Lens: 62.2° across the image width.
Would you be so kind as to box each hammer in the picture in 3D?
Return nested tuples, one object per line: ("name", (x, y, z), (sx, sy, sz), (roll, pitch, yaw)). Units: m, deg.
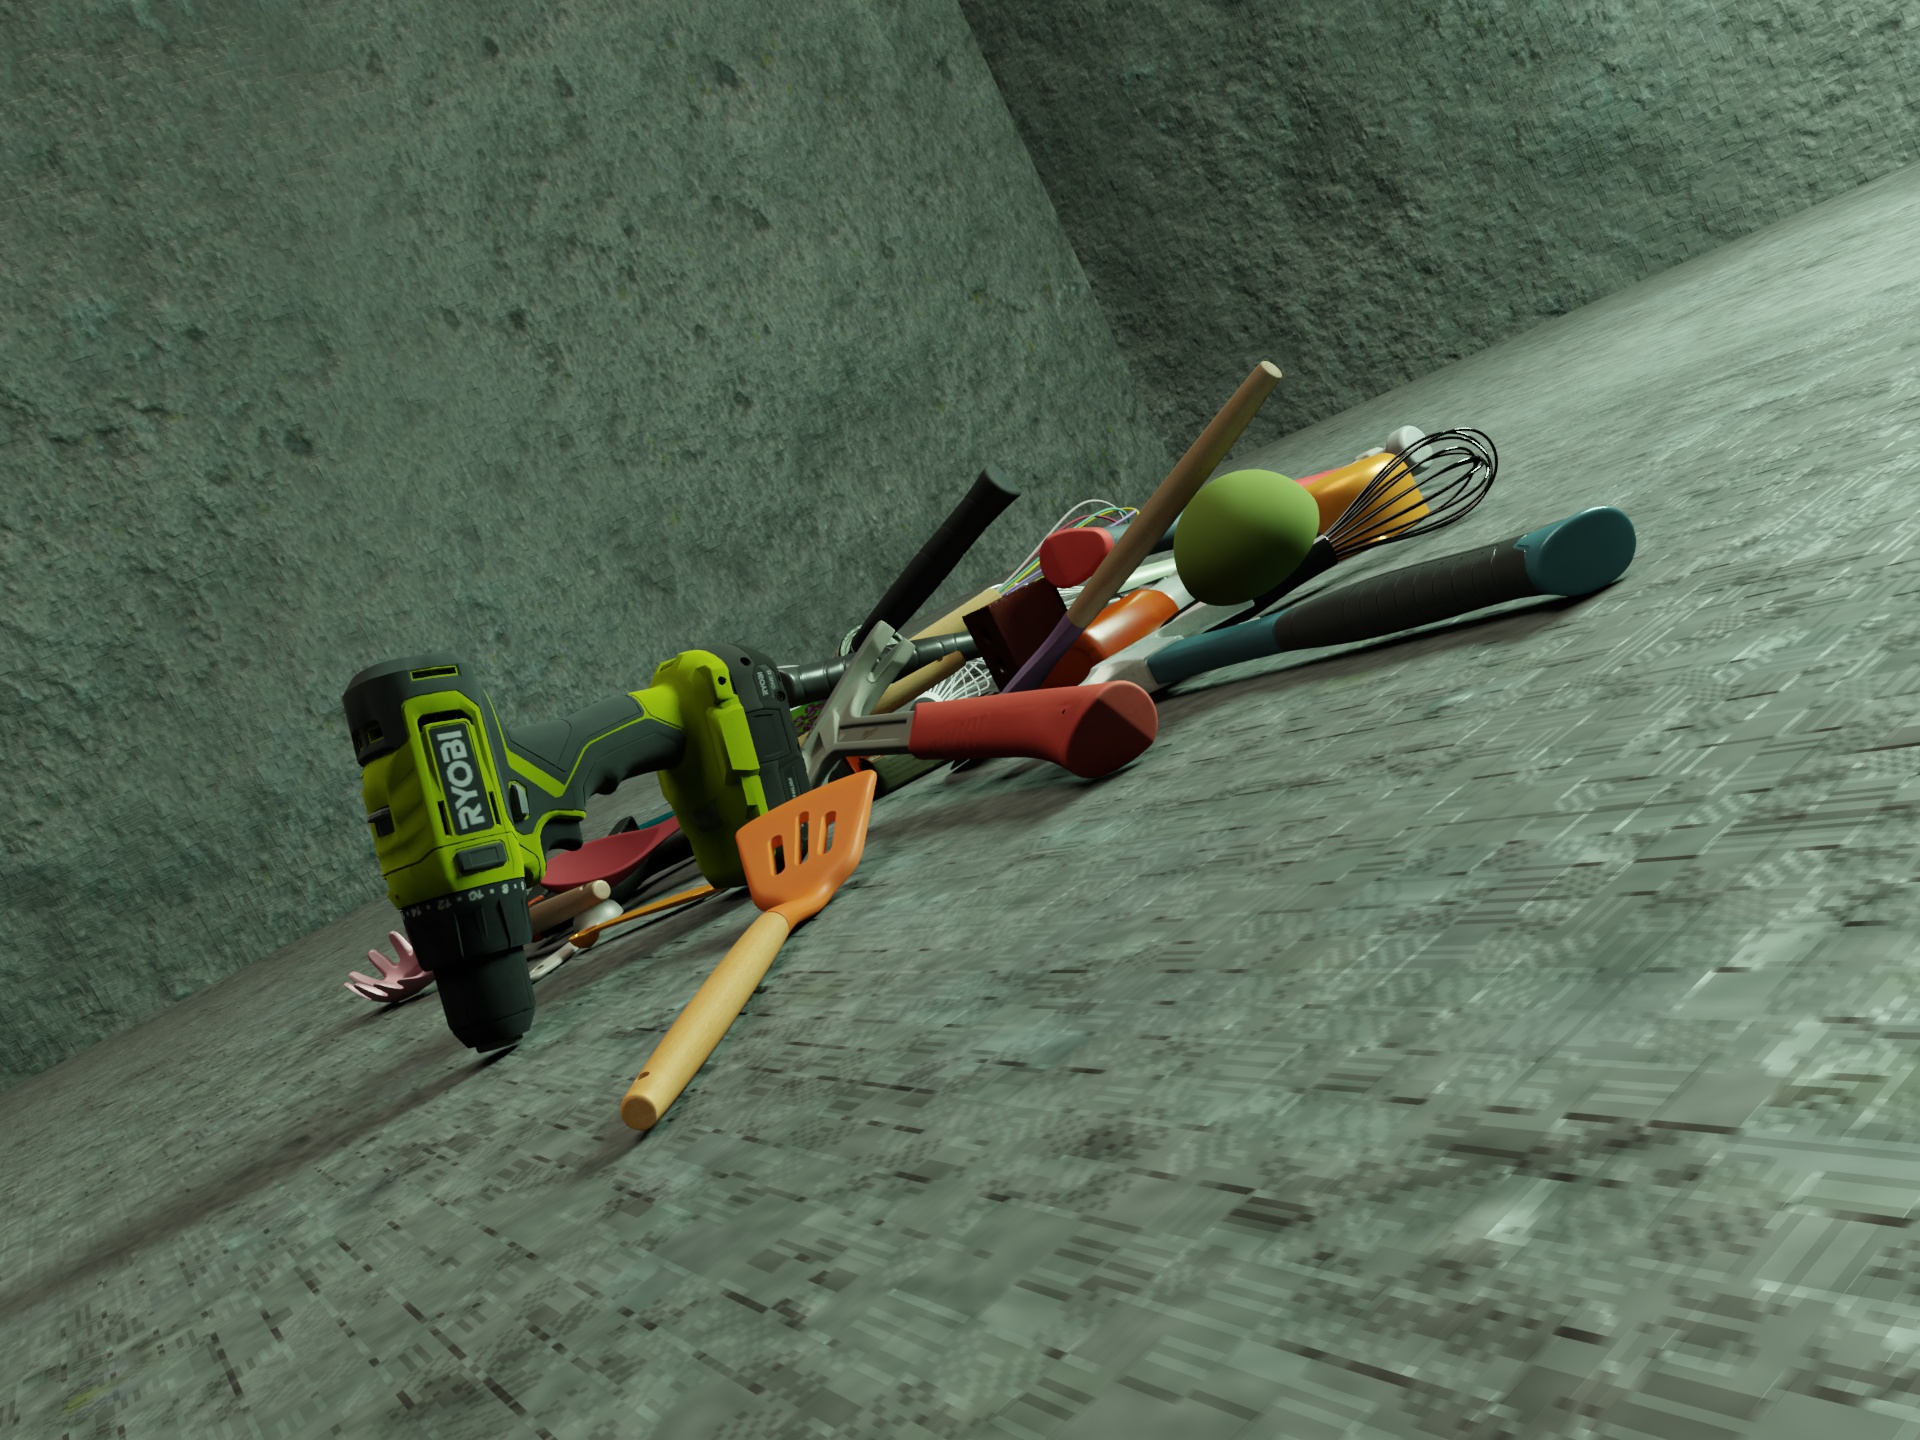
("hammer", (0.186, -0.143, 1.153), (0.386, 0.038, 0.143), (-20, -6, -42))
("hammer", (-0.001, -0.003, 0.869), (0.149, 0.036, 0.359), (-59, 21, -17))
("hammer", (-0.082, -0.047, 1.183), (0.408, 0.036, 0.149), (-46, -6, 38))
("hammer", (0.166, -0.045, 0.748), (0.128, 0.033, 0.331), (-31, 8, -29))
("hammer", (0.008, -0.053, 1.128), (0.334, 0.035, 0.146), (-15, -1, -25))

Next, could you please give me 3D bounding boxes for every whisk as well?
("whisk", (-0.019, -0.018, 1.193), (0.070, 0.070, 0.285), (-25, 11, 14))
("whisk", (0.222, -0.106, 0.969), (0.239, 0.055, 0.055), (-31, 6, -1))
("whisk", (0.107, -0.101, 1.303), (0.246, 0.059, 0.058), (-17, 16, -30))
("whisk", (0.043, -0.103, 1.223), (0.245, 0.047, 0.051), (-34, -33, -22))

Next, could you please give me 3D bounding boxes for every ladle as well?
("ladle", (0.168, -0.106, 0.924), (0.078, 0.062, 0.320), (-38, -3, 13))
("ladle", (-0.135, 0.036, 1.051), (0.315, 0.031, 0.069), (-30, 22, -2))

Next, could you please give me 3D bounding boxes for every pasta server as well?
("pasta server", (-0.329, 0.146, 1.078), (0.316, 0.040, 0.060), (-24, 24, 43))

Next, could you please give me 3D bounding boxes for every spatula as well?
("spatula", (-0.088, 0.086, 0.658), (0.081, 0.041, 0.323), (-24, 7, 10))
("spatula", (0.077, -0.072, 0.874), (0.060, 0.018, 0.315), (-33, -15, -51))

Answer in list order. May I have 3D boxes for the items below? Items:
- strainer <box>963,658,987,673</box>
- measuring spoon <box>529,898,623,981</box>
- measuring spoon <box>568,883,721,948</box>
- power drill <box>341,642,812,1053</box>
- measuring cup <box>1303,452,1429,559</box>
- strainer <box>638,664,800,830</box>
("strainer", (0.045, -0.067, 1.408), (0.087, 0.050, 0.258), (-12, -3, -21))
("measuring spoon", (-0.246, 0.135, 0.992), (0.034, 0.018, 0.124), (-24, 7, 13))
("measuring spoon", (-0.184, 0.116, 0.950), (0.117, 0.011, 0.021), (-20, 7, 18))
("power drill", (-0.190, 0.053, 0.825), (0.228, 0.190, 0.080), (-12, -6, -44))
("measuring cup", (0.229, -0.130, 1.090), (0.173, 0.052, 0.095), (-23, 7, 11))
("strainer", (-0.241, 0.034, 1.458), (0.340, 0.095, 0.211), (-26, 6, -7))
